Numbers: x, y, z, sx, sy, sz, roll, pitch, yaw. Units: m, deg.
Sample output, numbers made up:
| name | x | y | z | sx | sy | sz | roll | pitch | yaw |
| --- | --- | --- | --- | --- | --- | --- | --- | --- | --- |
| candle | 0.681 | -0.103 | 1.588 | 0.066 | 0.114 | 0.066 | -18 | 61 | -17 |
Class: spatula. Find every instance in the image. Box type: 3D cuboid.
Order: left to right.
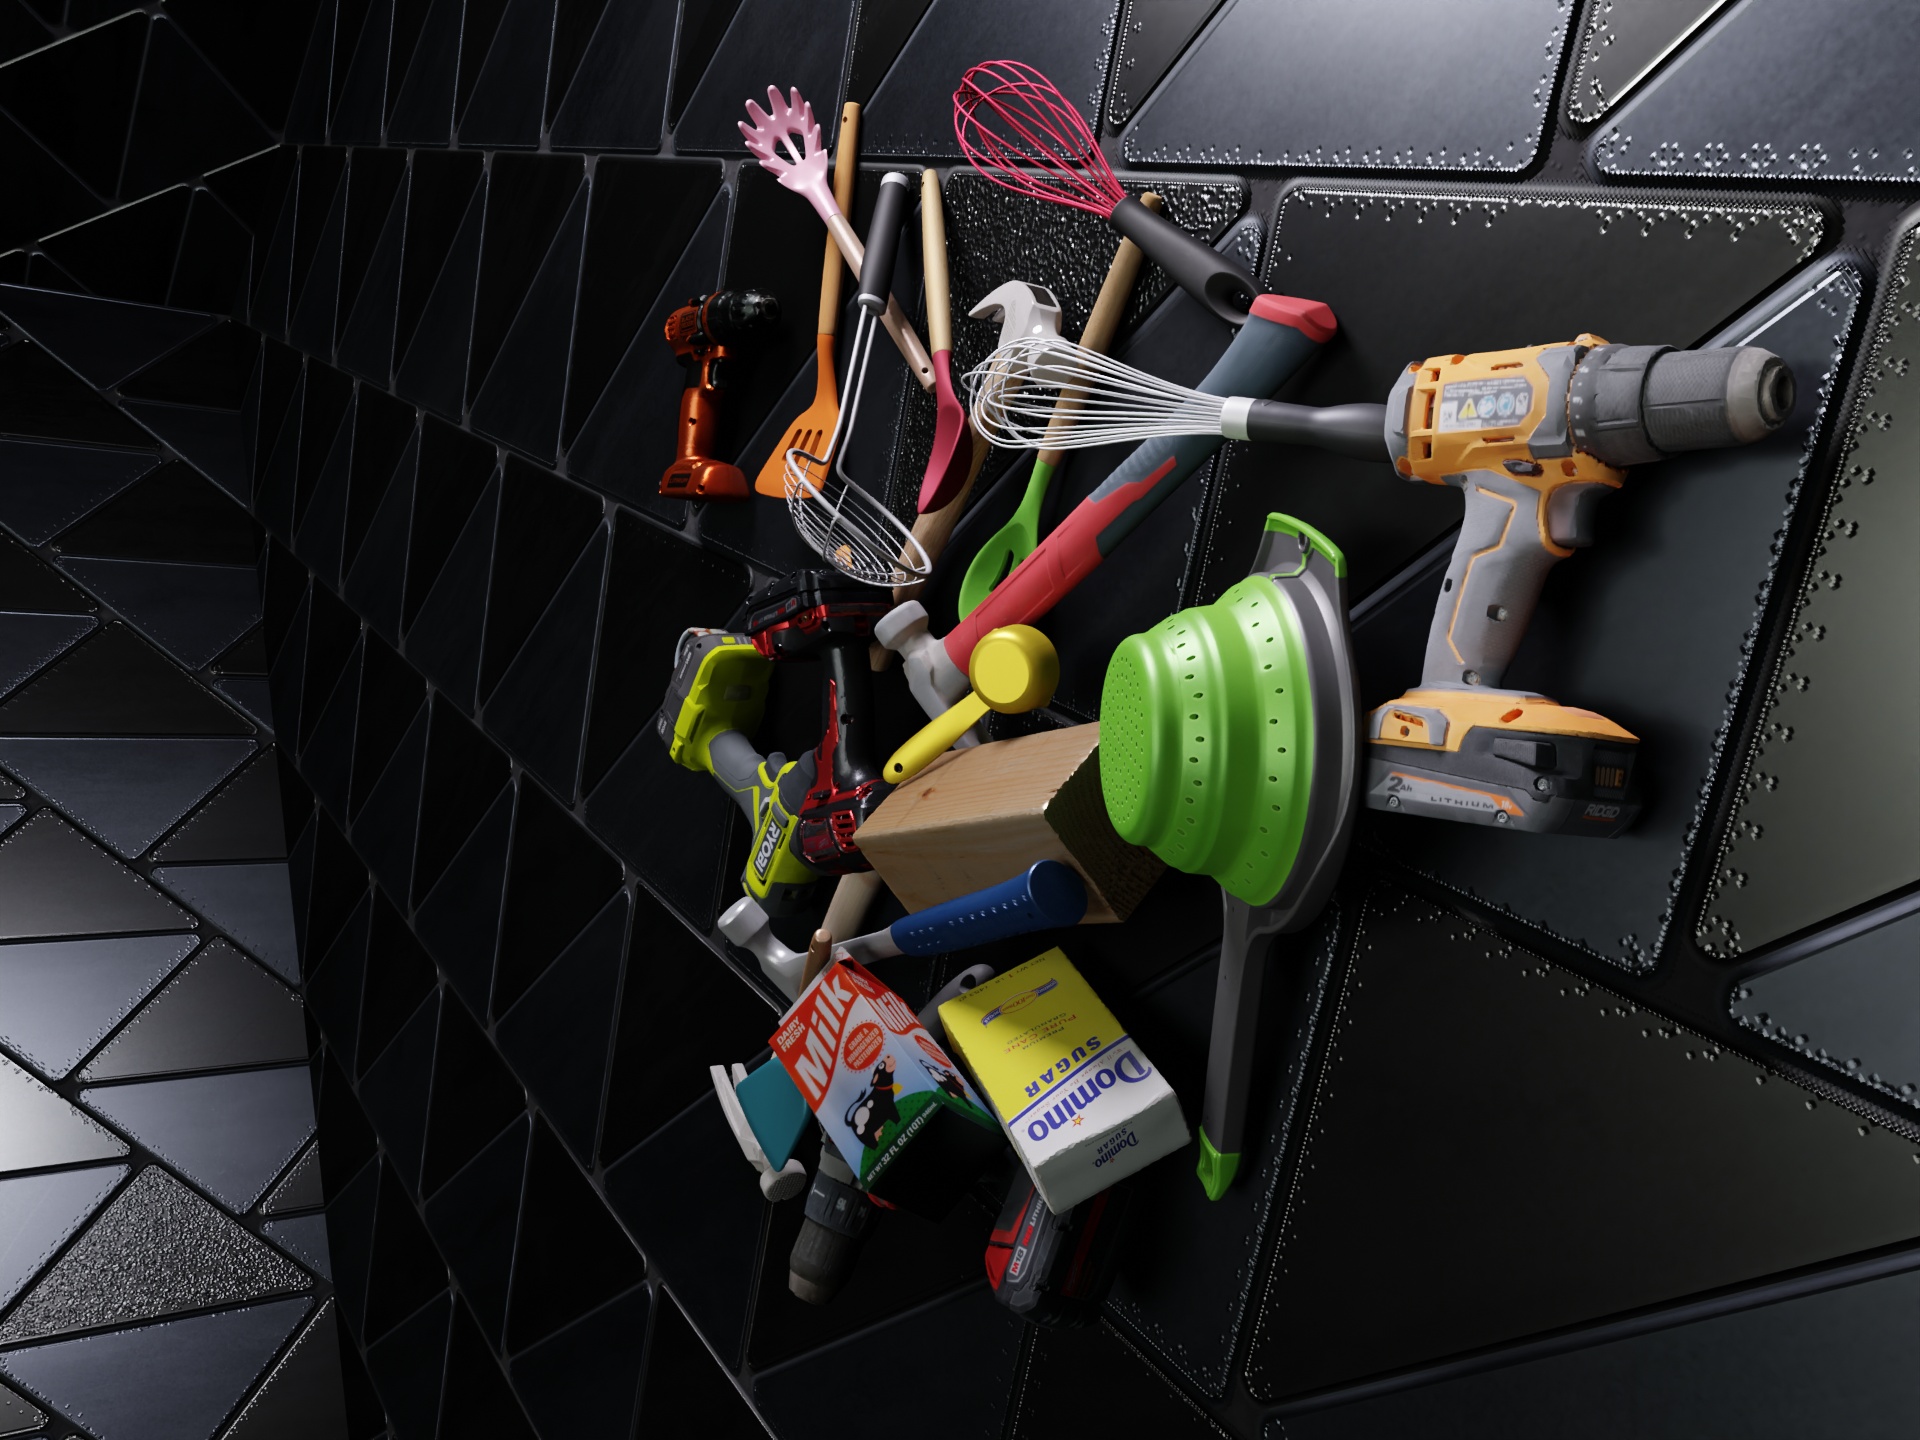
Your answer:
| name | x | y | z | sx | sy | sz | roll | pitch | yaw |
| --- | --- | --- | --- | --- | --- | --- | --- | --- | --- |
| spatula | -0.127 | 0.241 | 1.196 | 0.082 | 0.044 | 0.317 | 57 | 153 | 27 |
| spatula | -0.113 | -0.341 | 1.301 | 0.081 | 0.041 | 0.322 | 12 | 98 | 42 |

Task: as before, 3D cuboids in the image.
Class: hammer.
| name | x | y | z | sx | sy | sz | roll | pitch | yaw |
| --- | --- | --- | --- | --- | --- | --- | --- | --- | --- |
| hammer | -0.113 | 0.195 | 1.292 | 0.146 | 0.038 | 0.410 | 51 | 128 | 44 |
| hammer | -0.038 | 0.152 | 1.070 | 0.144 | 0.035 | 0.405 | 49 | 148 | -9 |
| hammer | -0.008 | -0.165 | 1.142 | 0.130 | 0.031 | 0.331 | -104 | 32 | -43 |
| hammer | 0.096 | -0.109 | 0.989 | 0.143 | 0.038 | 0.386 | 53 | 129 | 7 |

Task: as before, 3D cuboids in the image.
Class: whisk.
| name | x | y | z | sx | sy | sz | roll | pitch | yaw |
| --- | --- | --- | --- | --- | --- | --- | --- | --- | --- |
| whisk | -0.042 | 0.249 | 1.184 | 0.239 | 0.055 | 0.055 | -49 | 51 | 36 |
| whisk | 0.088 | -0.323 | 0.980 | 0.296 | 0.073 | 0.073 | 47 | 127 | 28 |
| whisk | 0.125 | -0.171 | 0.882 | 0.285 | 0.070 | 0.070 | 13 | 100 | 29 |

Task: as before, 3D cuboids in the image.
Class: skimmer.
| name | x | y | z | sx | sy | sz | roll | pitch | yaw |
| --- | --- | --- | --- | --- | --- | --- | --- | --- | --- |
| skimmer | -0.052 | -0.258 | 1.139 | 0.090 | 0.127 | 0.364 | -14 | 57 | 41 |

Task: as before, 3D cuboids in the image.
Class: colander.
| name | x | y | z | sx | sy | sz | roll | pitch | yaw |
| --- | --- | --- | --- | --- | --- | --- | --- | --- | --- |
| colander | 0.125 | 0.087 | 0.866 | 0.205 | 0.094 | 0.397 | -115 | 27 | -69 |

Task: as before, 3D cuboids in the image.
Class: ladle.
| name | x | y | z | sx | sy | sz | roll | pitch | yaw |
| --- | --- | --- | --- | --- | --- | --- | --- | --- | --- |
| ladle | -0.015 | -0.276 | 1.125 | 0.069 | 0.031 | 0.316 | 131 | 143 | -52 |

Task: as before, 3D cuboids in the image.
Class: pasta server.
| name | x | y | z | sx | sy | sz | roll | pitch | yaw |
| --- | --- | --- | --- | --- | --- | --- | --- | --- | --- |
| pasta server | -0.090 | -0.378 | 1.248 | 0.060 | 0.040 | 0.316 | -31 | 66 | 5 |

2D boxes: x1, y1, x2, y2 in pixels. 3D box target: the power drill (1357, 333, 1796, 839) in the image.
| name | x | y | z | sx | sy | sz | roll | pitch | yaw |
| --- | --- | --- | --- | --- | --- | --- | --- | --- | --- |
| power drill | 0.273 | -0.062 | 0.724 | 0.185 | 0.084 | 0.226 | 7 | 90 | 53 |

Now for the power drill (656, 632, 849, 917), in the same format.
| name | x | y | z | sx | sy | sz | roll | pitch | yaw |
| --- | --- | --- | --- | --- | --- | --- | --- | --- | --- |
| power drill | -0.167 | 0.031 | 1.341 | 0.223 | 0.080 | 0.171 | 51 | 129 | 37 |

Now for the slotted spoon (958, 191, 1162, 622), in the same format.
| name | x | y | z | sx | sy | sz | roll | pitch | yaw |
| --- | --- | --- | --- | --- | --- | --- | --- | --- | --- |
| slotted spoon | 0.069 | -0.194 | 1.056 | 0.070 | 0.031 | 0.313 | 47 | 124 | 44 |

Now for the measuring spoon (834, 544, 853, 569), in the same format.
| name | x | y | z | sx | sy | sz | roll | pitch | yaw |
| --- | --- | --- | --- | --- | --- | --- | --- | --- | --- |
| measuring spoon | -0.089 | -0.101 | 1.260 | 0.117 | 0.011 | 0.021 | -104 | 30 | -46 |

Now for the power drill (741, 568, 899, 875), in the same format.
| name | x | y | z | sx | sy | sz | roll | pitch | yaw |
| --- | --- | --- | --- | --- | --- | --- | --- | --- | --- |
| power drill | -0.097 | 0.006 | 1.182 | 0.143 | 0.078 | 0.220 | -19 | 78 | 55 |

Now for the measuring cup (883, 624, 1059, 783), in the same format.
| name | x | y | z | sx | sy | sz | roll | pitch | yaw |
| --- | --- | --- | --- | --- | --- | --- | --- | --- | --- |
| measuring cup | -0.002 | -0.003 | 1.038 | 0.156 | 0.029 | 0.062 | -40 | 79 | 25 |

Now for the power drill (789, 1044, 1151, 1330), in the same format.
| name | x | y | z | sx | sy | sz | roll | pitch | yaw |
| --- | --- | --- | --- | --- | --- | --- | --- | --- | --- |
| power drill | -0.009 | 0.314 | 1.025 | 0.227 | 0.080 | 0.188 | 13 | 75 | 42 |
